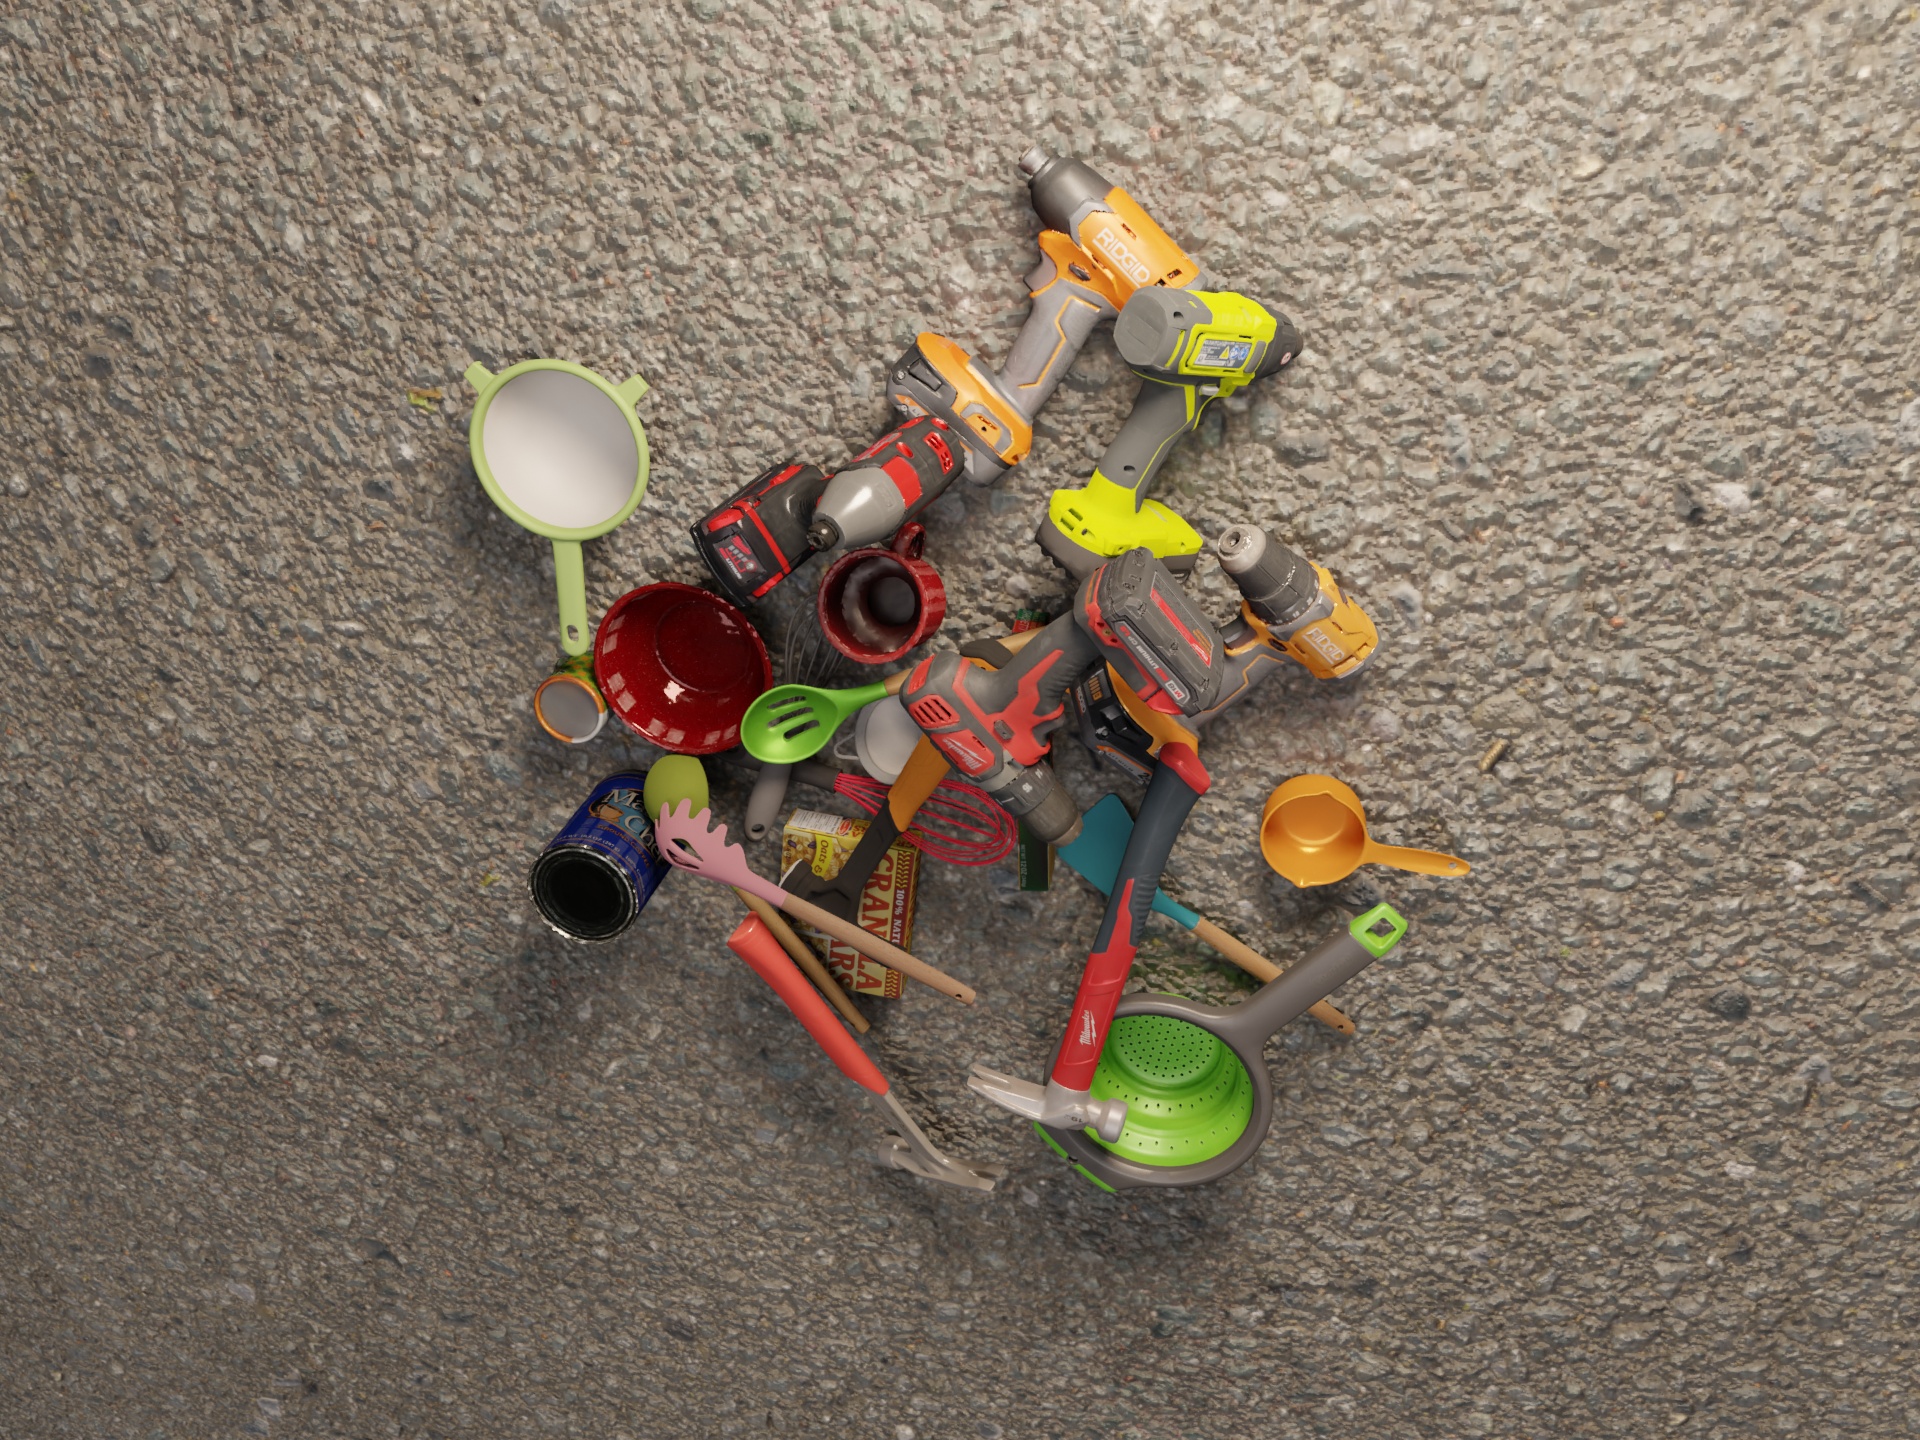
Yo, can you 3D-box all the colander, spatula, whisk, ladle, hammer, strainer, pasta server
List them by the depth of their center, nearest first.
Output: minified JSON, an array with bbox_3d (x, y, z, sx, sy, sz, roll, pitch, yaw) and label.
[{"bbox_3d":[0.115,0.185,1.331,0.143,0.038,0.386,18,118,7],"label":"hammer"},{"bbox_3d":[-0.322,-0.182,1.333,0.151,0.069,0.256,6,117,7],"label":"strainer"},{"bbox_3d":[-0.038,0.067,1.334,0.127,0.034,0.336,36,124,6],"label":"hammer"},{"bbox_3d":[-0.002,-0.004,1.336,0.258,0.050,0.087,-19,76,40],"label":"strainer"},{"bbox_3d":[-0.147,-0.001,1.372,0.055,0.055,0.239,20,106,2],"label":"whisk"},{"bbox_3d":[-0.126,0.163,1.374,0.316,0.040,0.060,28,122,-4],"label":"pasta server"},{"bbox_3d":[-0.091,0.061,1.411,0.296,0.073,0.073,18,118,9],"label":"whisk"},{"bbox_3d":[0.236,0.267,1.416,0.204,0.094,0.397,42,117,-8],"label":"colander"},{"bbox_3d":[0.230,0.187,1.423,0.317,0.044,0.082,35,117,-11],"label":"spatula"},{"bbox_3d":[-0.176,0.161,1.447,0.078,0.062,0.320,-16,118,51],"label":"ladle"},{"bbox_3d":[-0.099,0.313,1.478,0.149,0.037,0.358,-3,130,44],"label":"hammer"}]

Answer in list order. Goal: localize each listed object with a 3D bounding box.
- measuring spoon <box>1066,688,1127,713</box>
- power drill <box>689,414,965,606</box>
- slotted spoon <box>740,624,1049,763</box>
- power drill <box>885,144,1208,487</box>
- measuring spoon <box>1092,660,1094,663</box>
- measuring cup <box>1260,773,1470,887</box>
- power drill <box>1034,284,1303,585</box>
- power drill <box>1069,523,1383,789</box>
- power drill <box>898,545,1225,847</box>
[{"bbox_3d":[0.101,-0.030,1.321,0.116,0.011,0.021,24,118,-34],"label":"measuring spoon"},{"bbox_3d":[-0.107,-0.158,1.215,0.220,0.143,0.078,-10,118,52],"label":"power drill"},{"bbox_3d":[-0.035,-0.033,1.306,0.314,0.031,0.070,-18,116,14],"label":"slotted spoon"},{"bbox_3d":[0.049,-0.304,1.190,0.164,0.084,0.226,44,112,-10],"label":"power drill"},{"bbox_3d":[0.128,-0.066,1.319,0.042,0.021,0.128,40,116,-9],"label":"measuring spoon"},{"bbox_3d":[0.339,0.097,1.338,0.173,0.052,0.095,11,117,5],"label":"measuring cup"},{"bbox_3d":[0.158,-0.208,1.180,0.080,0.171,0.223,48,128,34],"label":"power drill"},{"bbox_3d":[0.194,-0.052,1.246,0.226,0.084,0.185,-33,136,24],"label":"power drill"},{"bbox_3d":[0.088,-0.007,1.193,0.226,0.080,0.187,-30,113,31],"label":"power drill"}]
